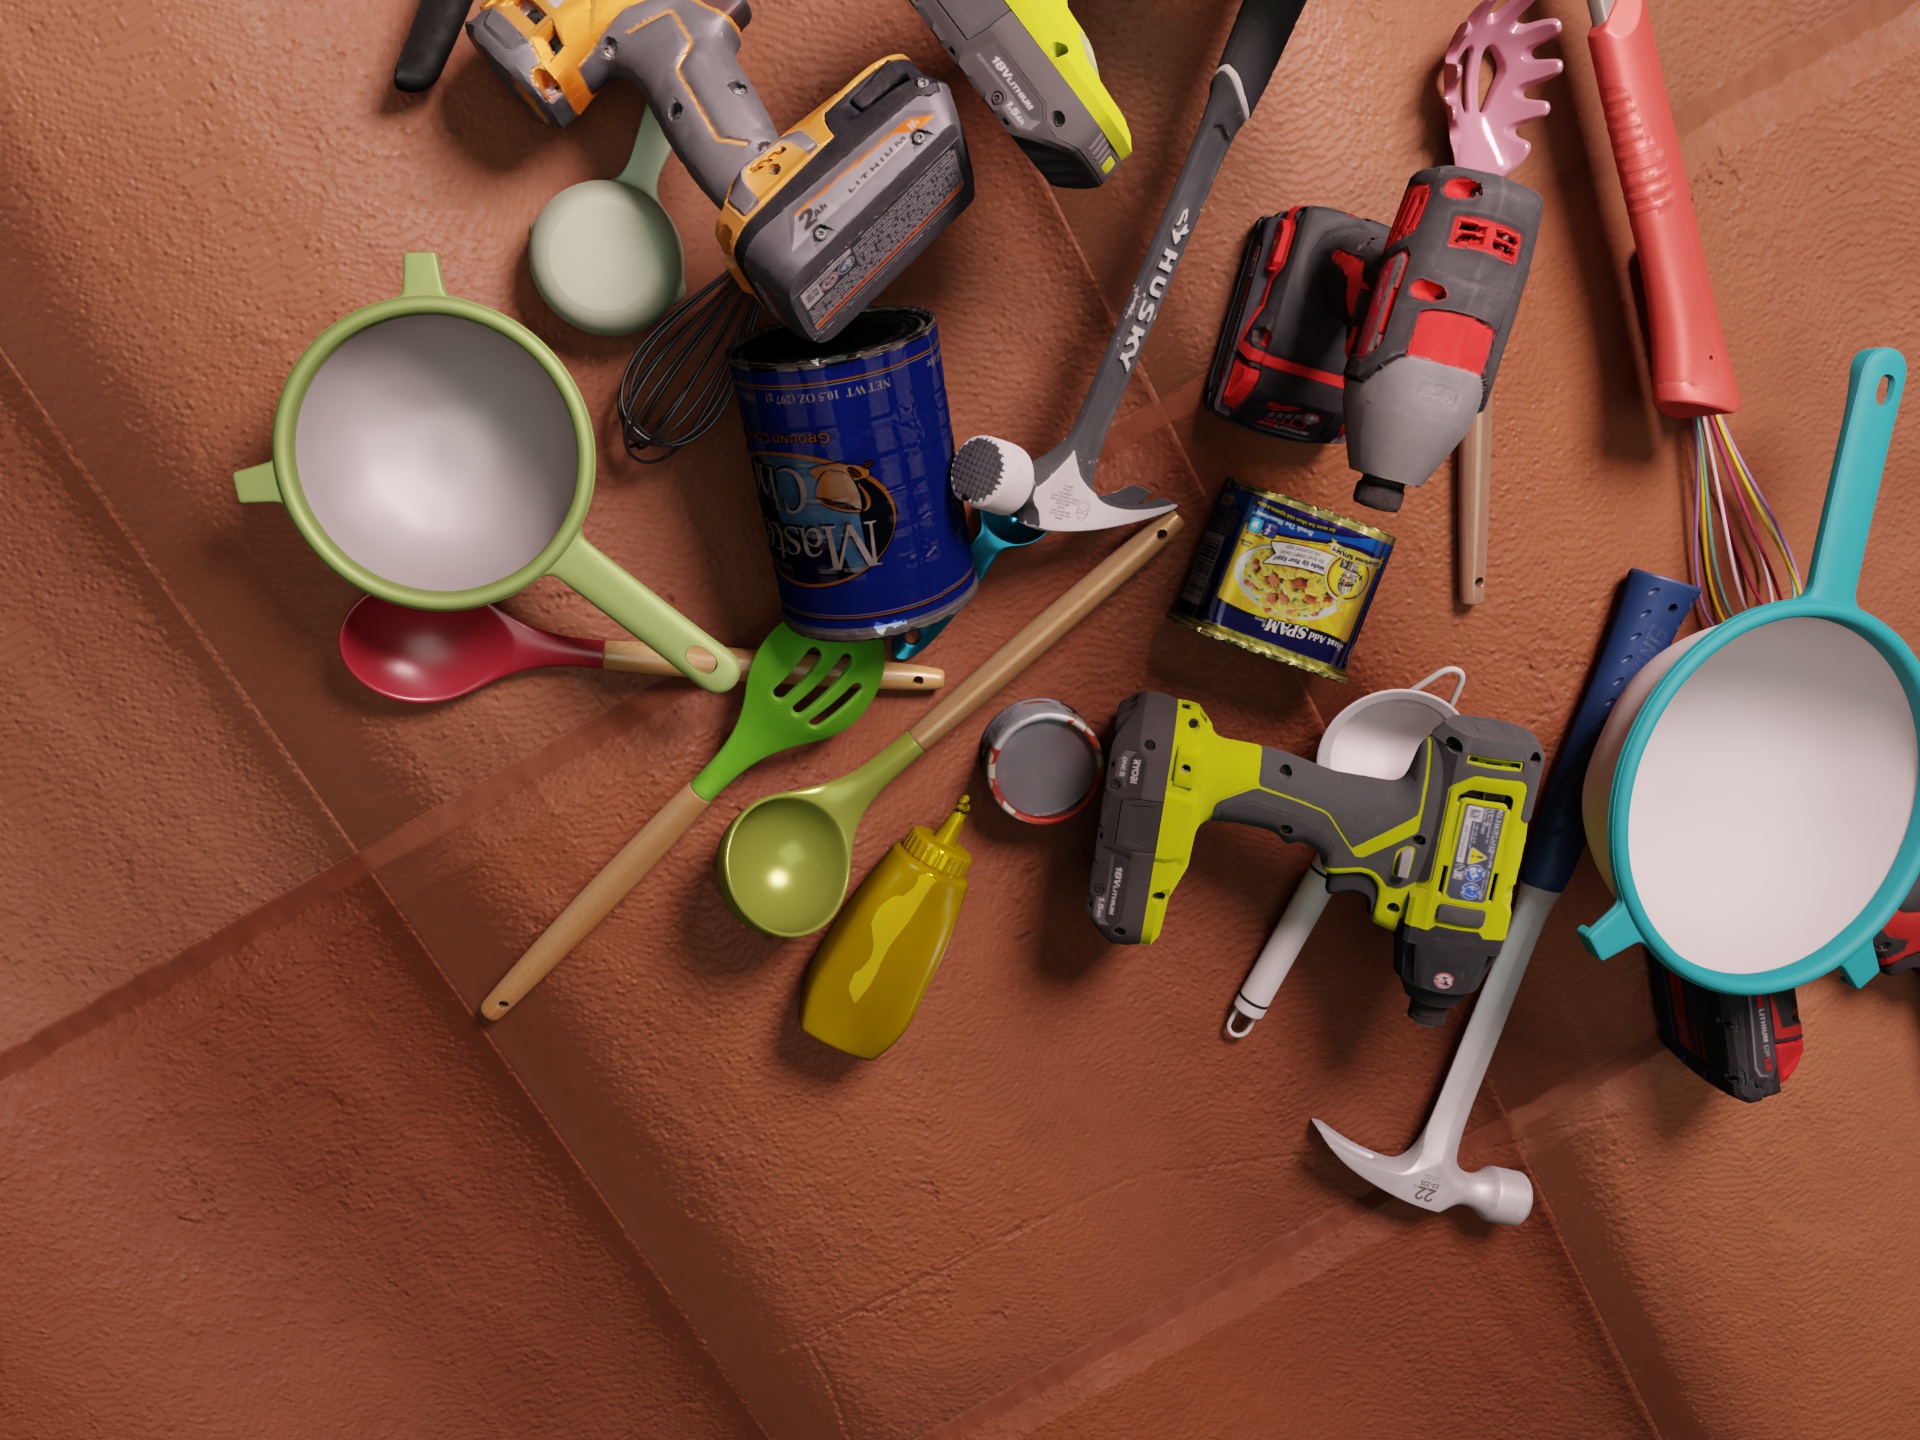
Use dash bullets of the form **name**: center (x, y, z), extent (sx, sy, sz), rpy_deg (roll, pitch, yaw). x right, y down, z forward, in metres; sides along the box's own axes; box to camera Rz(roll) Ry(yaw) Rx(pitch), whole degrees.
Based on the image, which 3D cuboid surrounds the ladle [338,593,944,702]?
- **ladle**: center (-0.164, -0.034, 0.851), extent (0.315, 0.031, 0.069), rpy_deg (4, 111, -10)

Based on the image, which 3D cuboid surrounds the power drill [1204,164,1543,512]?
- **power drill**: center (0.190, -0.178, 0.754), extent (0.078, 0.220, 0.143), rpy_deg (13, 102, -9)

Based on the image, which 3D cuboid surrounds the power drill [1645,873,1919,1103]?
- **power drill**: center (0.543, 0.154, 0.958), extent (0.226, 0.080, 0.187), rpy_deg (-17, 106, -5)

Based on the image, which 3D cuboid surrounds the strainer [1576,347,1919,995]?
- **strainer**: center (0.427, -0.028, 0.857), extent (0.211, 0.095, 0.340), rpy_deg (8, 97, -18)

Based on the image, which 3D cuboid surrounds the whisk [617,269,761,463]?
- **whisk**: center (-0.097, -0.230, 0.801), extent (0.055, 0.055, 0.239), rpy_deg (36, 93, -14)

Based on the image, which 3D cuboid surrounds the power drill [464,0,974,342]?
- **power drill**: center (-0.092, -0.308, 0.729), extent (0.185, 0.084, 0.226), rpy_deg (-45, 77, -1)

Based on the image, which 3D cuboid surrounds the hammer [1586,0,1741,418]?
- **hammer**: center (0.343, -0.328, 0.802), extent (0.149, 0.037, 0.359), rpy_deg (-28, 107, -24)

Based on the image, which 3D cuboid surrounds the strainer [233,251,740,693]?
- **strainer**: center (-0.216, -0.102, 0.805), extent (0.256, 0.069, 0.151), rpy_deg (38, 95, -15)

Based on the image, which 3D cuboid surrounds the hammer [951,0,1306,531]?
- **hammer**: center (0.126, -0.279, 0.765), extent (0.149, 0.036, 0.409), rpy_deg (7, 111, -51)

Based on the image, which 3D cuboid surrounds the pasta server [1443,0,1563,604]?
- **pasta server**: center (0.281, -0.216, 0.850), extent (0.060, 0.040, 0.316), rpy_deg (-8, 106, -14)

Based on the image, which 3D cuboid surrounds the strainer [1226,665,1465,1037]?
- **strainer**: center (0.214, 0.076, 0.917), extent (0.087, 0.050, 0.258), rpy_deg (22, 106, -10)

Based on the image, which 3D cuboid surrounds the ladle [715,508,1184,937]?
- **ladle**: center (-0.001, -0.003, 0.853), extent (0.320, 0.062, 0.078), rpy_deg (-41, 109, 2)

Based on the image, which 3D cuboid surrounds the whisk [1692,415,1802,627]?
- **whisk**: center (0.422, -0.152, 0.881), extent (0.051, 0.047, 0.245), rpy_deg (-21, 102, 0)

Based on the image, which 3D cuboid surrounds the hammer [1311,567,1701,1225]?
- **hammer**: center (0.334, 0.107, 0.940), extent (0.144, 0.035, 0.405), rpy_deg (15, 102, -10)

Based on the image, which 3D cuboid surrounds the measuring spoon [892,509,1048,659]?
- **measuring spoon**: center (0.004, -0.085, 0.866), extent (0.042, 0.021, 0.128), rpy_deg (36, 107, -15)

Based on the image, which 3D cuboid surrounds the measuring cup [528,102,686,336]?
- **measuring cup**: center (-0.158, -0.270, 0.784), extent (0.083, 0.038, 0.167), rpy_deg (23, 103, -12)

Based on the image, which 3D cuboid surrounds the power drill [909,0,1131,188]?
- **power drill**: center (0.101, -0.340, 0.682), extent (0.228, 0.080, 0.191), rpy_deg (-37, 80, 15)

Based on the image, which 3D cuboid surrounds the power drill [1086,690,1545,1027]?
- **power drill**: center (0.186, 0.073, 0.864), extent (0.223, 0.080, 0.171), rpy_deg (9, 107, 6)

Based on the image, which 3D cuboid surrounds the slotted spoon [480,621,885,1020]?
- **slotted spoon**: center (-0.157, 0.058, 0.864), extent (0.313, 0.031, 0.070), rpy_deg (-45, 117, 12)
